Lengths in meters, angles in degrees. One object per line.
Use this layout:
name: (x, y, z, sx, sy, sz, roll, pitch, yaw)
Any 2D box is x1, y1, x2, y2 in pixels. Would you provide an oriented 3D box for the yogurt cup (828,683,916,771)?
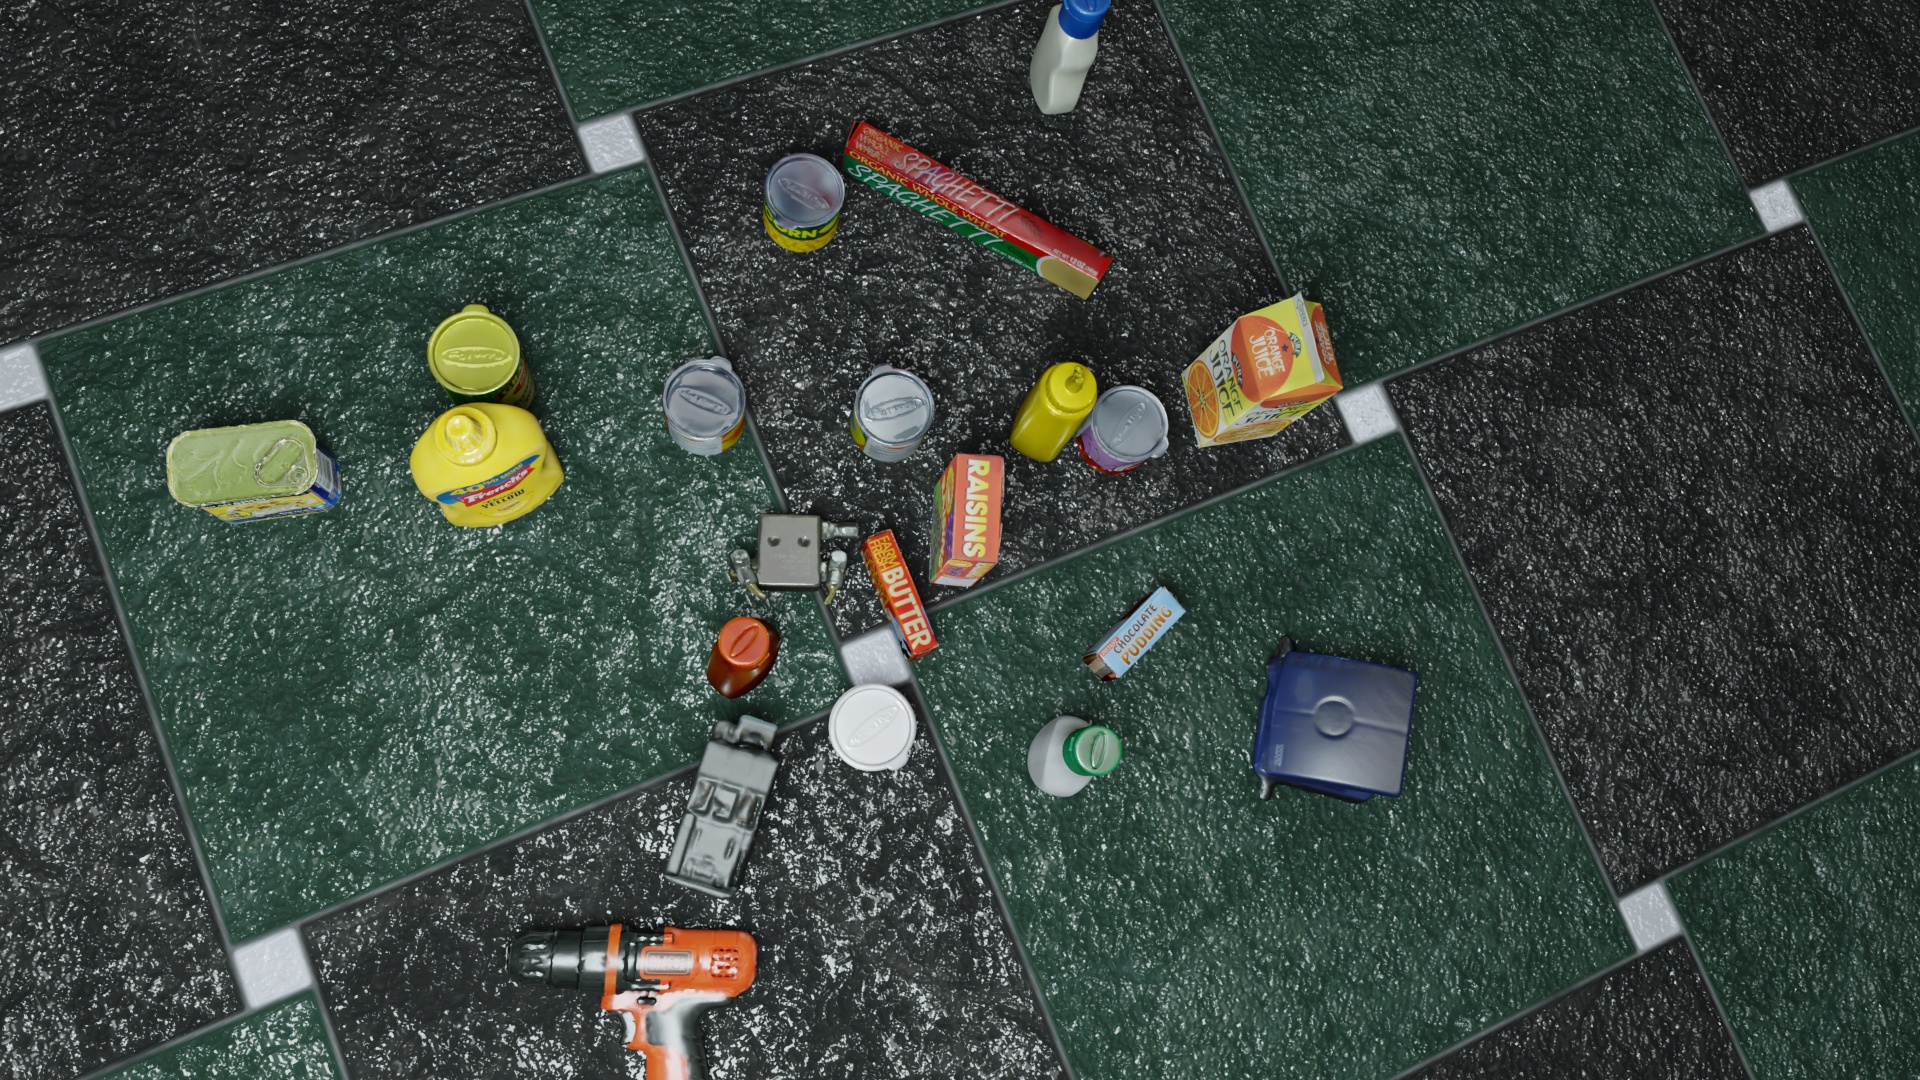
yogurt cup: (-0.072, 0.149, 1.102, 0.072, 0.054, 0.072, 2, 79, -9)

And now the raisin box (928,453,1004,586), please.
raisin box: (0.004, -0.014, 1.112, 0.040, 0.123, 0.086, 5, 78, -8)

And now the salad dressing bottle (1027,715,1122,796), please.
salad dressing bottle: (0.088, 0.166, 1.077, 0.044, 0.147, 0.064, 17, 77, -6)

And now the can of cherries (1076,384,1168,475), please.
can of cherries: (0.138, -0.091, 1.183, 0.071, 0.058, 0.071, 2, 79, -9)

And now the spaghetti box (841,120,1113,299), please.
spaghetti box: (0.012, -0.286, 1.206, 0.250, 0.050, 0.029, 27, 76, -3)

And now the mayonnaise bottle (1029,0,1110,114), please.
mayonnaise bottle: (0.094, -0.428, 1.198, 0.041, 0.147, 0.065, -9, 81, -11)

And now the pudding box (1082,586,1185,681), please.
pudding box: (0.144, 0.078, 1.154, 0.084, 0.049, 0.030, -43, 88, -14)

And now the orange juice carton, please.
orange juice carton: (0.251, -0.138, 1.142, 0.073, 0.192, 0.072, -10, 81, -11)

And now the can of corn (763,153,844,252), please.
can of corn: (-0.135, -0.283, 1.177, 0.071, 0.058, 0.071, 2, 79, -9)

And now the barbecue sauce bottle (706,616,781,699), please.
barbecue sauce bottle: (-0.164, 0.085, 1.052, 0.043, 0.148, 0.065, 41, 76, 0)

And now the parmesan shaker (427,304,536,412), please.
parmesan shaker: (-0.371, -0.133, 1.085, 0.071, 0.103, 0.071, 2, 79, -9)

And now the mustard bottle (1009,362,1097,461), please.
mustard bottle: (0.079, -0.110, 1.125, 0.049, 0.160, 0.065, 25, 76, -4)

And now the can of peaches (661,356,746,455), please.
can of peaches: (-0.207, -0.109, 1.131, 0.071, 0.058, 0.071, 2, 79, -9)

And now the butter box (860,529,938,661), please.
butter box: (-0.050, 0.046, 1.127, 0.024, 0.053, 0.103, -21, 83, -12)

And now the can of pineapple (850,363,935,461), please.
can of pineapple: (-0.057, -0.105, 1.154, 0.071, 0.057, 0.071, 2, 79, -9)
